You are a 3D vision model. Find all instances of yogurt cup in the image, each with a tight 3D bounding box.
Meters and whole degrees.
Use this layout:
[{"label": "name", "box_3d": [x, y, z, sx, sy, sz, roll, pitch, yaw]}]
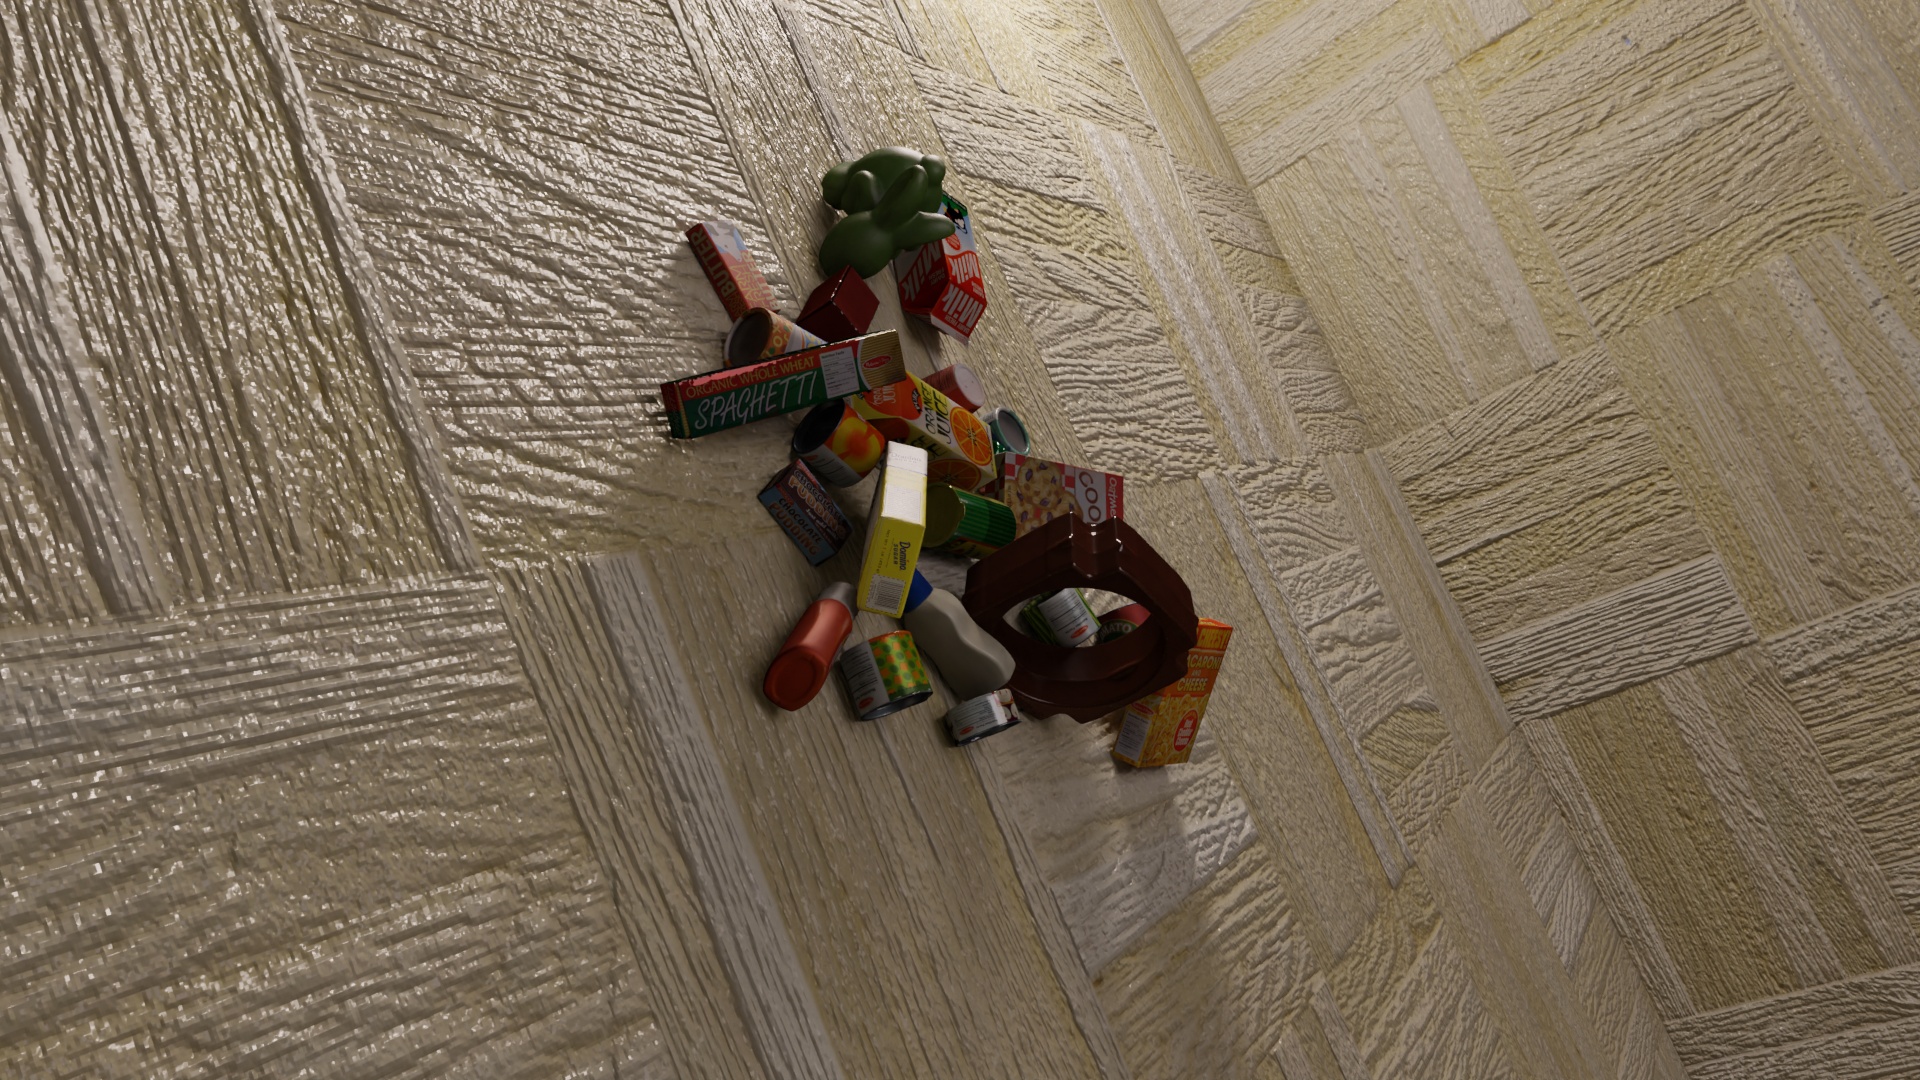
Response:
[{"label": "yogurt cup", "box_3d": [-0.010, -0.159, 1.522, 0.072, 0.053, 0.073, 38, 36, -35]}]

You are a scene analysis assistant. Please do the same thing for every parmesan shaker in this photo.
[{"label": "parmesan shaker", "box_3d": [0.005, -0.018, 1.408, 0.103, 0.071, 0.071, 16, 53, -53]}]

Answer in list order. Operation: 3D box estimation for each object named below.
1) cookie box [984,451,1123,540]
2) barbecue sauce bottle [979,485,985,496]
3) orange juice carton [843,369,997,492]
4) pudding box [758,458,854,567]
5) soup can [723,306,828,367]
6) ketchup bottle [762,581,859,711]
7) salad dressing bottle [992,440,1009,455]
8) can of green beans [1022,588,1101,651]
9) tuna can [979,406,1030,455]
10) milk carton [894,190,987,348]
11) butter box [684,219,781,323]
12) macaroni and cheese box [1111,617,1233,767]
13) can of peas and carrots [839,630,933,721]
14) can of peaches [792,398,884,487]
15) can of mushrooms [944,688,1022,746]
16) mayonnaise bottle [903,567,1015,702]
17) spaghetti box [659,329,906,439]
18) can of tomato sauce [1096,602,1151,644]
[{"label": "cookie box", "box_3d": [0.104, -0.021, 1.510, 0.167, 0.040, 0.123, 10, 76, -34]}, {"label": "barbecue sauce bottle", "box_3d": [0.079, -0.010, 1.544, 0.148, 0.043, 0.065, 51, 43, -18]}, {"label": "orange juice carton", "box_3d": [-0.053, -0.113, 1.397, 0.192, 0.073, 0.072, 30, 42, -43]}, {"label": "pudding box", "box_3d": [-0.136, -0.025, 1.234, 0.083, 0.030, 0.050, 53, 29, -15]}, {"label": "soup can", "box_3d": [-0.163, -0.168, 1.273, 0.084, 0.071, 0.071, 25, 46, -46]}, {"label": "ketchup bottle", "box_3d": [-0.117, 0.080, 1.148, 0.043, 0.064, 0.149, 36, 25, -6]}, {"label": "salad dressing bottle", "box_3d": [0.077, -0.057, 1.583, 0.147, 0.044, 0.064, 41, 46, -30]}, {"label": "can of green beans", "box_3d": [0.108, 0.083, 1.489, 0.058, 0.071, 0.071, 59, 29, -4]}, {"label": "tuna can", "box_3d": [0.050, -0.117, 1.603, 0.071, 0.032, 0.071, 38, 37, -35]}, {"label": "milk carton", "box_3d": [-0.026, -0.313, 1.609, 0.072, 0.073, 0.191, 26, 45, -47]}, {"label": "butter box", "box_3d": [-0.214, -0.253, 1.313, 0.103, 0.024, 0.053, 61, 29, -1]}, {"label": "macaroni and cheese box", "box_3d": [0.237, 0.166, 1.547, 0.124, 0.040, 0.166, 10, 100, -55]}, {"label": "can of peas and carrots", "box_3d": [-0.062, 0.116, 1.194, 0.071, 0.070, 0.059, 0, 65, -58]}, {"label": "can of peaches", "box_3d": [-0.112, -0.093, 1.291, 0.058, 0.071, 0.071, 42, 35, -33]}, {"label": "can of mushrooms", "box_3d": [0.021, 0.164, 1.285, 0.071, 0.071, 0.033, -1, 66, -58]}, {"label": "mayonnaise bottle", "box_3d": [-0.016, 0.082, 1.303, 0.148, 0.064, 0.041, 50, 33, -13]}, {"label": "spaghetti box", "box_3d": [-0.150, -0.140, 1.220, 0.251, 0.028, 0.050, -21, 106, -41]}, {"label": "can of tomato sauce", "box_3d": [0.197, 0.121, 1.598, 0.071, 0.071, 0.083, 6, 61, -56]}]
